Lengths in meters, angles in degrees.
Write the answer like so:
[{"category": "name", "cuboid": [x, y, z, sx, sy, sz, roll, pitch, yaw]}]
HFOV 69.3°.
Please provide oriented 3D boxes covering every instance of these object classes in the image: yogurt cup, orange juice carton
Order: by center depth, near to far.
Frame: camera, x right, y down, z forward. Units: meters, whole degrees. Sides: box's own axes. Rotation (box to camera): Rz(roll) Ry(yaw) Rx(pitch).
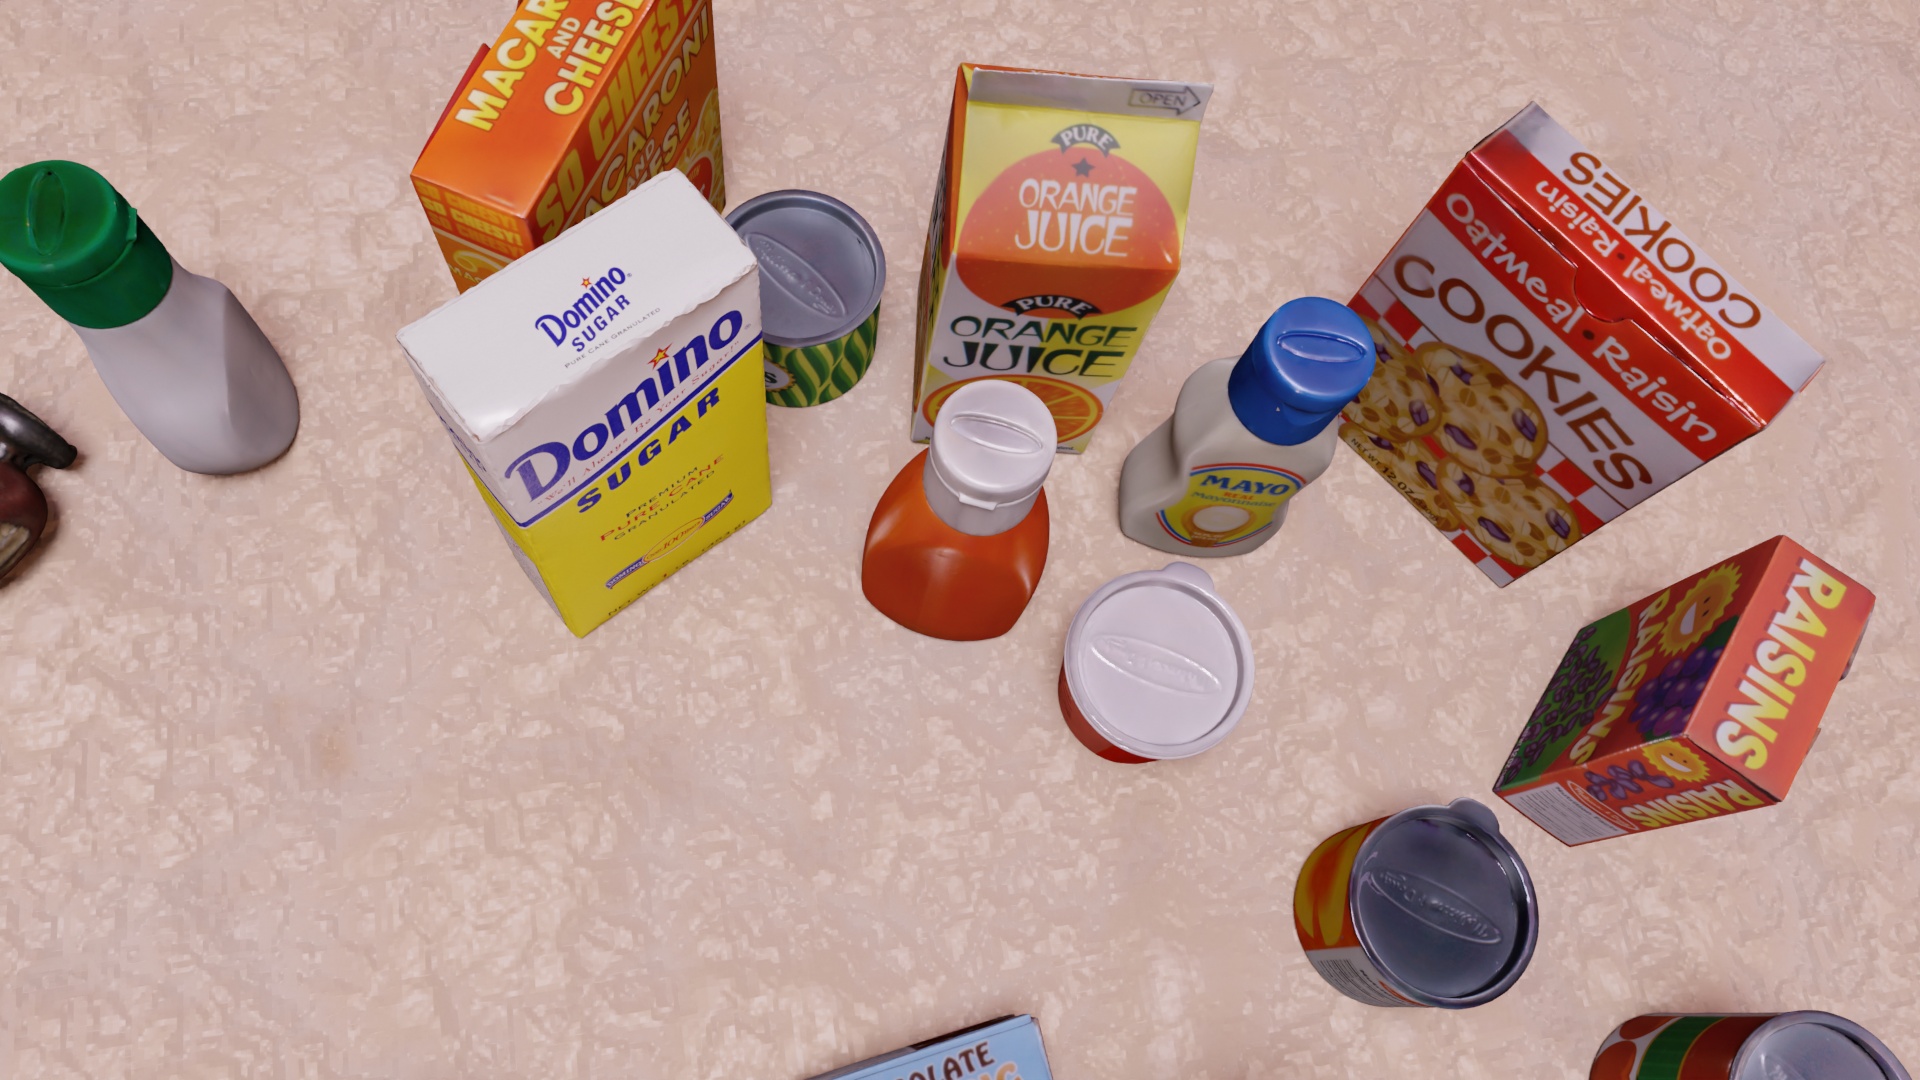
[{"category": "orange juice carton", "cuboid": [0.027, -0.100, 0.482, 0.072, 0.192, 0.073, 3, 71, -6]}, {"category": "yogurt cup", "cuboid": [0.067, 0.050, 0.507, 0.072, 0.053, 0.072, 2, 70, -7]}]

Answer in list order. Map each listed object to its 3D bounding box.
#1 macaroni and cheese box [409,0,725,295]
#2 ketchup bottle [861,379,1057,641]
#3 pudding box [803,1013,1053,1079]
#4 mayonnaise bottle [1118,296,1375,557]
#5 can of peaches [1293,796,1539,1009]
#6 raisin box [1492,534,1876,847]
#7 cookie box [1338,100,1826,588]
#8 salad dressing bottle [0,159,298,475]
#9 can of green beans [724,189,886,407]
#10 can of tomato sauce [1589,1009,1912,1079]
[{"category": "macaroni and cheese box", "cuboid": [-0.127, -0.122, 0.483, 0.040, 0.166, 0.124, 22, 70, 1]}, {"category": "ketchup bottle", "cuboid": [0.002, -0.006, 0.468, 0.065, 0.148, 0.044, 15, 70, -2]}, {"category": "pudding box", "cuboid": [-0.013, 0.181, 0.453, 0.084, 0.049, 0.030, -14, 73, -12]}, {"category": "mayonnaise bottle", "cuboid": [0.101, -0.035, 0.492, 0.065, 0.147, 0.041, 7, 70, -5]}, {"category": "can of peaches", "cuboid": [0.159, 0.128, 0.489, 0.071, 0.058, 0.071, 2, 71, -7]}, {"category": "raisin box", "cuboid": [0.251, 0.058, 0.492, 0.040, 0.123, 0.086, 36, 70, 6]}, {"category": "cookie box", "cuboid": [0.200, -0.060, 0.503, 0.040, 0.167, 0.123, -41, 80, -18]}, {"category": "salad dressing bottle", "cuboid": [-0.264, -0.069, 0.457, 0.044, 0.147, 0.064, -7, 72, -10]}, {"category": "can of green beans", "cuboid": [-0.064, -0.092, 0.539, 0.071, 0.057, 0.071, 2, 71, -7]}, {"category": "can of tomato sauce", "cuboid": [0.262, 0.194, 0.466, 0.071, 0.082, 0.071, 2, 71, -7]}]
